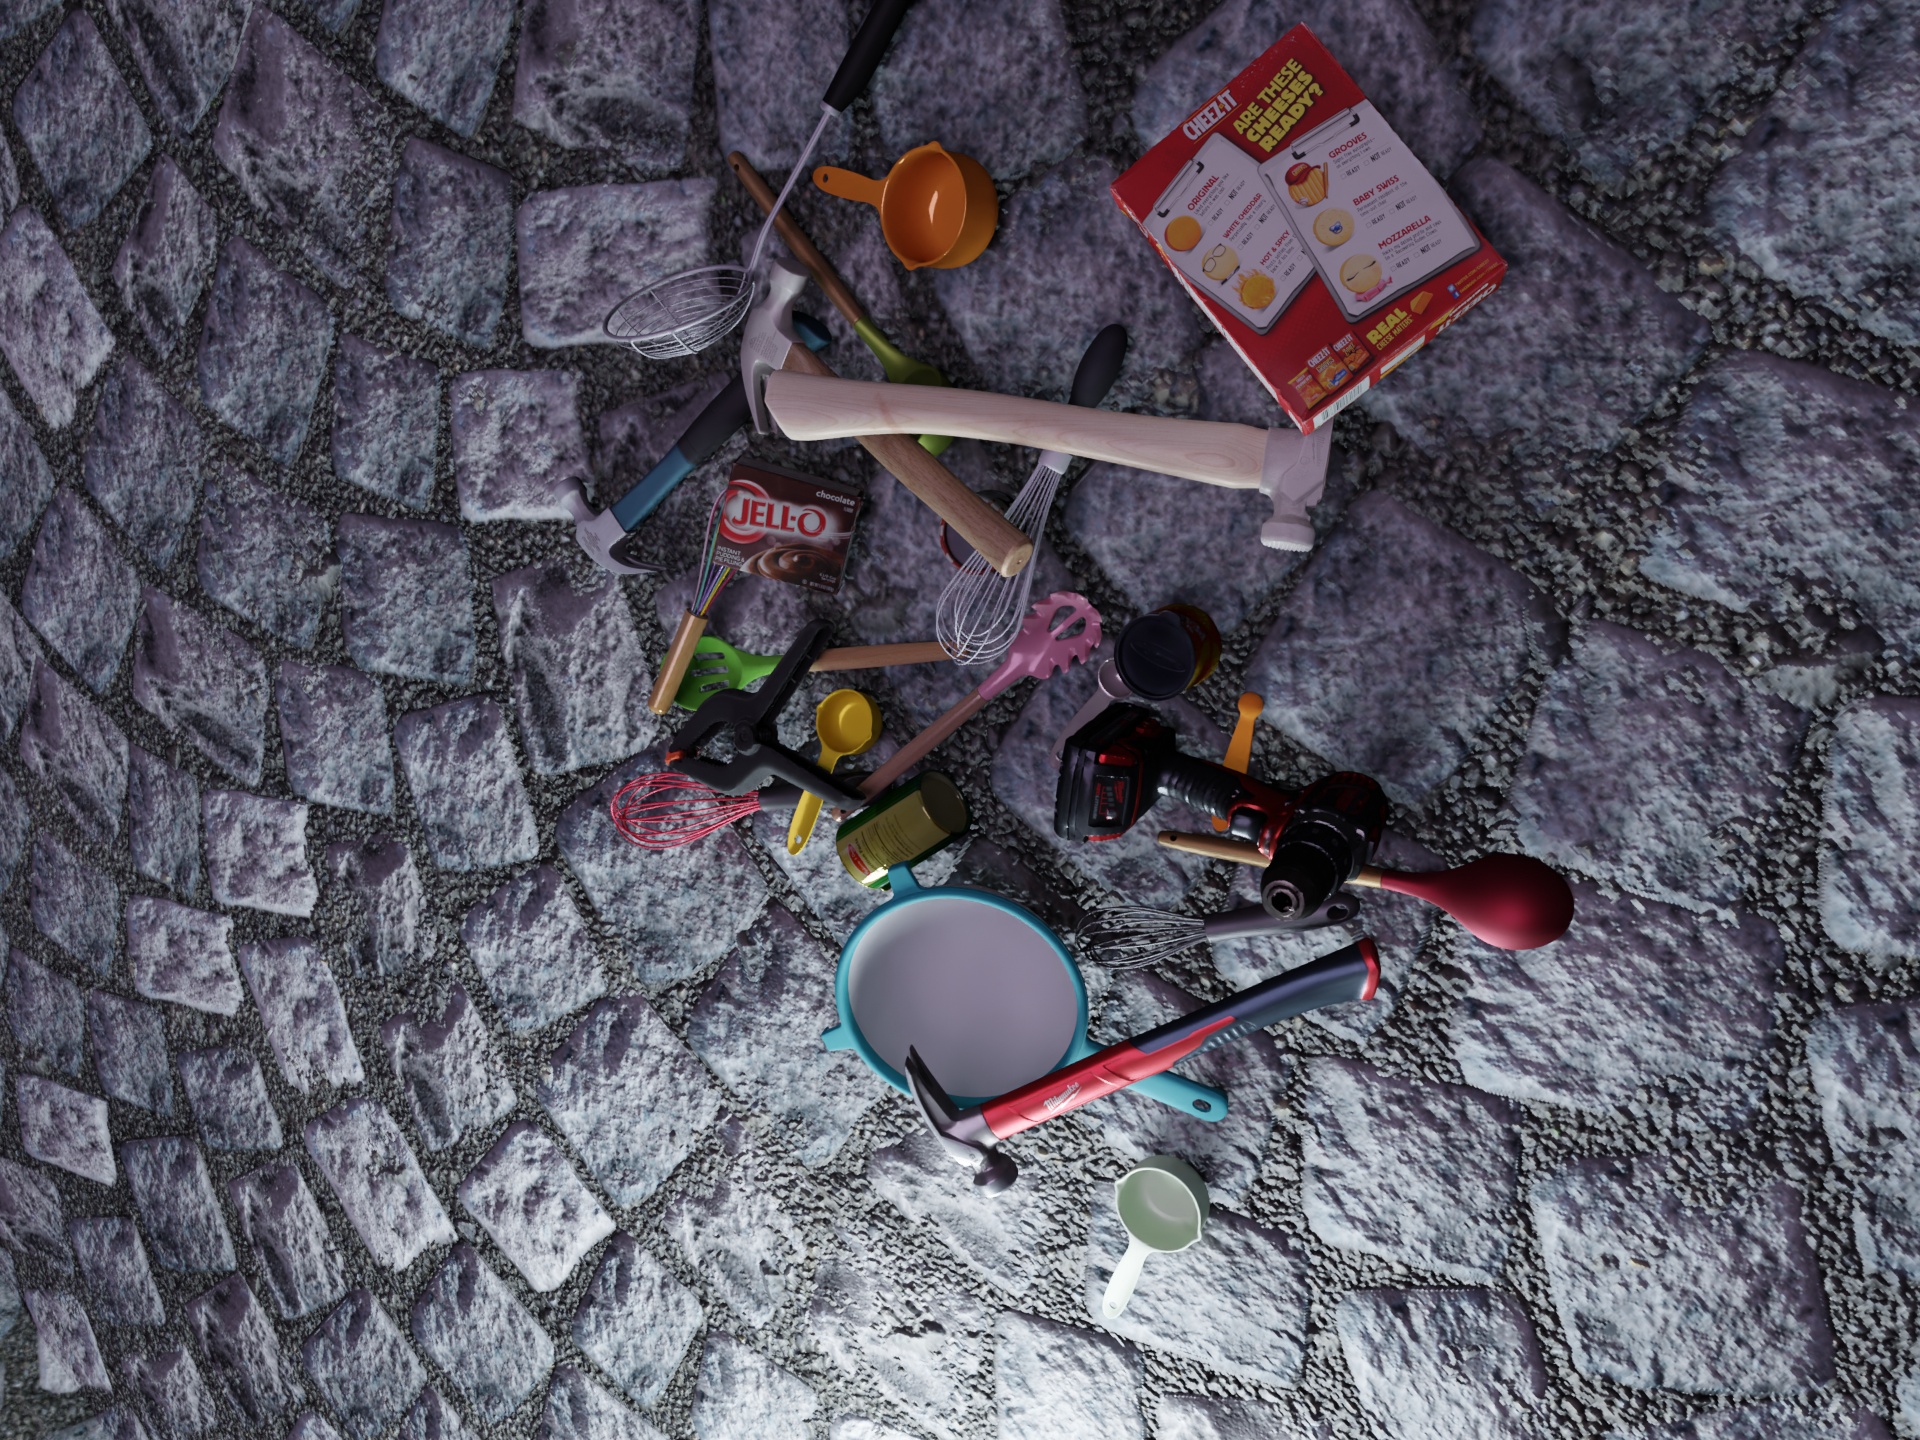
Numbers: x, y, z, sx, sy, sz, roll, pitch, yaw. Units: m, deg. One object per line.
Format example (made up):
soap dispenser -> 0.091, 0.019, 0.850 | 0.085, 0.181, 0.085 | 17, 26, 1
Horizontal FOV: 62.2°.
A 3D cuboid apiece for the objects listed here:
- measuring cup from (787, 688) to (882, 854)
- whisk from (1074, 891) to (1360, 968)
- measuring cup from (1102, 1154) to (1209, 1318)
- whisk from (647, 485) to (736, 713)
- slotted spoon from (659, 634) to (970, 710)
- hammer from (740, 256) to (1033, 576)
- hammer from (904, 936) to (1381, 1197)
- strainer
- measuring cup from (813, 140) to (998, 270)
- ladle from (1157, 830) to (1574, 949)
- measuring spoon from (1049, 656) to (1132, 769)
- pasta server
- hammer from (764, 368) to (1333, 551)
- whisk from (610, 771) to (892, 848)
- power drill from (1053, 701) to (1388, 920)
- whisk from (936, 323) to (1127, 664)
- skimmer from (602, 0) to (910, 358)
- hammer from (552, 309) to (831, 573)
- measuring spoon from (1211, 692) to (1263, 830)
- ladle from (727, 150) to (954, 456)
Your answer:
measuring cup -> -0.113, 0.047, 1.389 | 0.062, 0.029, 0.156 | 28, 101, 27
whisk -> 0.197, 0.160, 1.254 | 0.239, 0.055, 0.055 | -13, 96, 27
measuring cup -> 0.159, 0.440, 1.351 | 0.083, 0.038, 0.167 | 29, 117, 21
whisk -> -0.223, -0.112, 1.405 | 0.047, 0.051, 0.245 | 30, 107, 11
slotted spoon -> -0.131, -0.050, 1.396 | 0.314, 0.031, 0.070 | -4, 97, 28
hammer -> -0.064, -0.220, 1.239 | 0.332, 0.031, 0.130 | 45, 126, 26
hammer -> 0.143, 0.249, 1.250 | 0.386, 0.038, 0.143 | -28, 104, 18
strainer -> 0.066, 0.240, 1.333 | 0.340, 0.095, 0.211 | 22, 114, 1
measuring cup -> -0.042, -0.408, 1.244 | 0.174, 0.052, 0.095 | 29, 115, 37
ladle -> 0.293, 0.113, 1.192 | 0.315, 0.031, 0.069 | 9, 76, 31
measuring spoon -> 0.107, -0.005, 1.282 | 0.034, 0.018, 0.124 | 44, 126, 13
pasta server -> -0.002, -0.004, 1.313 | 0.316, 0.040, 0.060 | -40, 94, 26
hammer -> 0.060, -0.223, 1.151 | 0.410, 0.038, 0.146 | 9, 90, 10
whisk -> -0.195, 0.074, 1.449 | 0.296, 0.073, 0.073 | -7, 99, 24
power drill -> 0.183, 0.070, 1.148 | 0.227, 0.188, 0.080 | 16, 115, 23
whisk -> 0.058, -0.171, 1.218 | 0.070, 0.070, 0.284 | 29, 99, 20
skimmer -> -0.157, -0.440, 1.248 | 0.363, 0.090, 0.127 | -56, 31, 17
hammer -> -0.232, -0.245, 1.400 | 0.331, 0.033, 0.128 | -37, 82, 31
measuring spoon -> 0.212, 0.034, 1.230 | 0.021, 0.011, 0.117 | 20, 112, 24
ladle -> -0.104, -0.342, 1.290 | 0.320, 0.062, 0.078 | 54, 129, 10
